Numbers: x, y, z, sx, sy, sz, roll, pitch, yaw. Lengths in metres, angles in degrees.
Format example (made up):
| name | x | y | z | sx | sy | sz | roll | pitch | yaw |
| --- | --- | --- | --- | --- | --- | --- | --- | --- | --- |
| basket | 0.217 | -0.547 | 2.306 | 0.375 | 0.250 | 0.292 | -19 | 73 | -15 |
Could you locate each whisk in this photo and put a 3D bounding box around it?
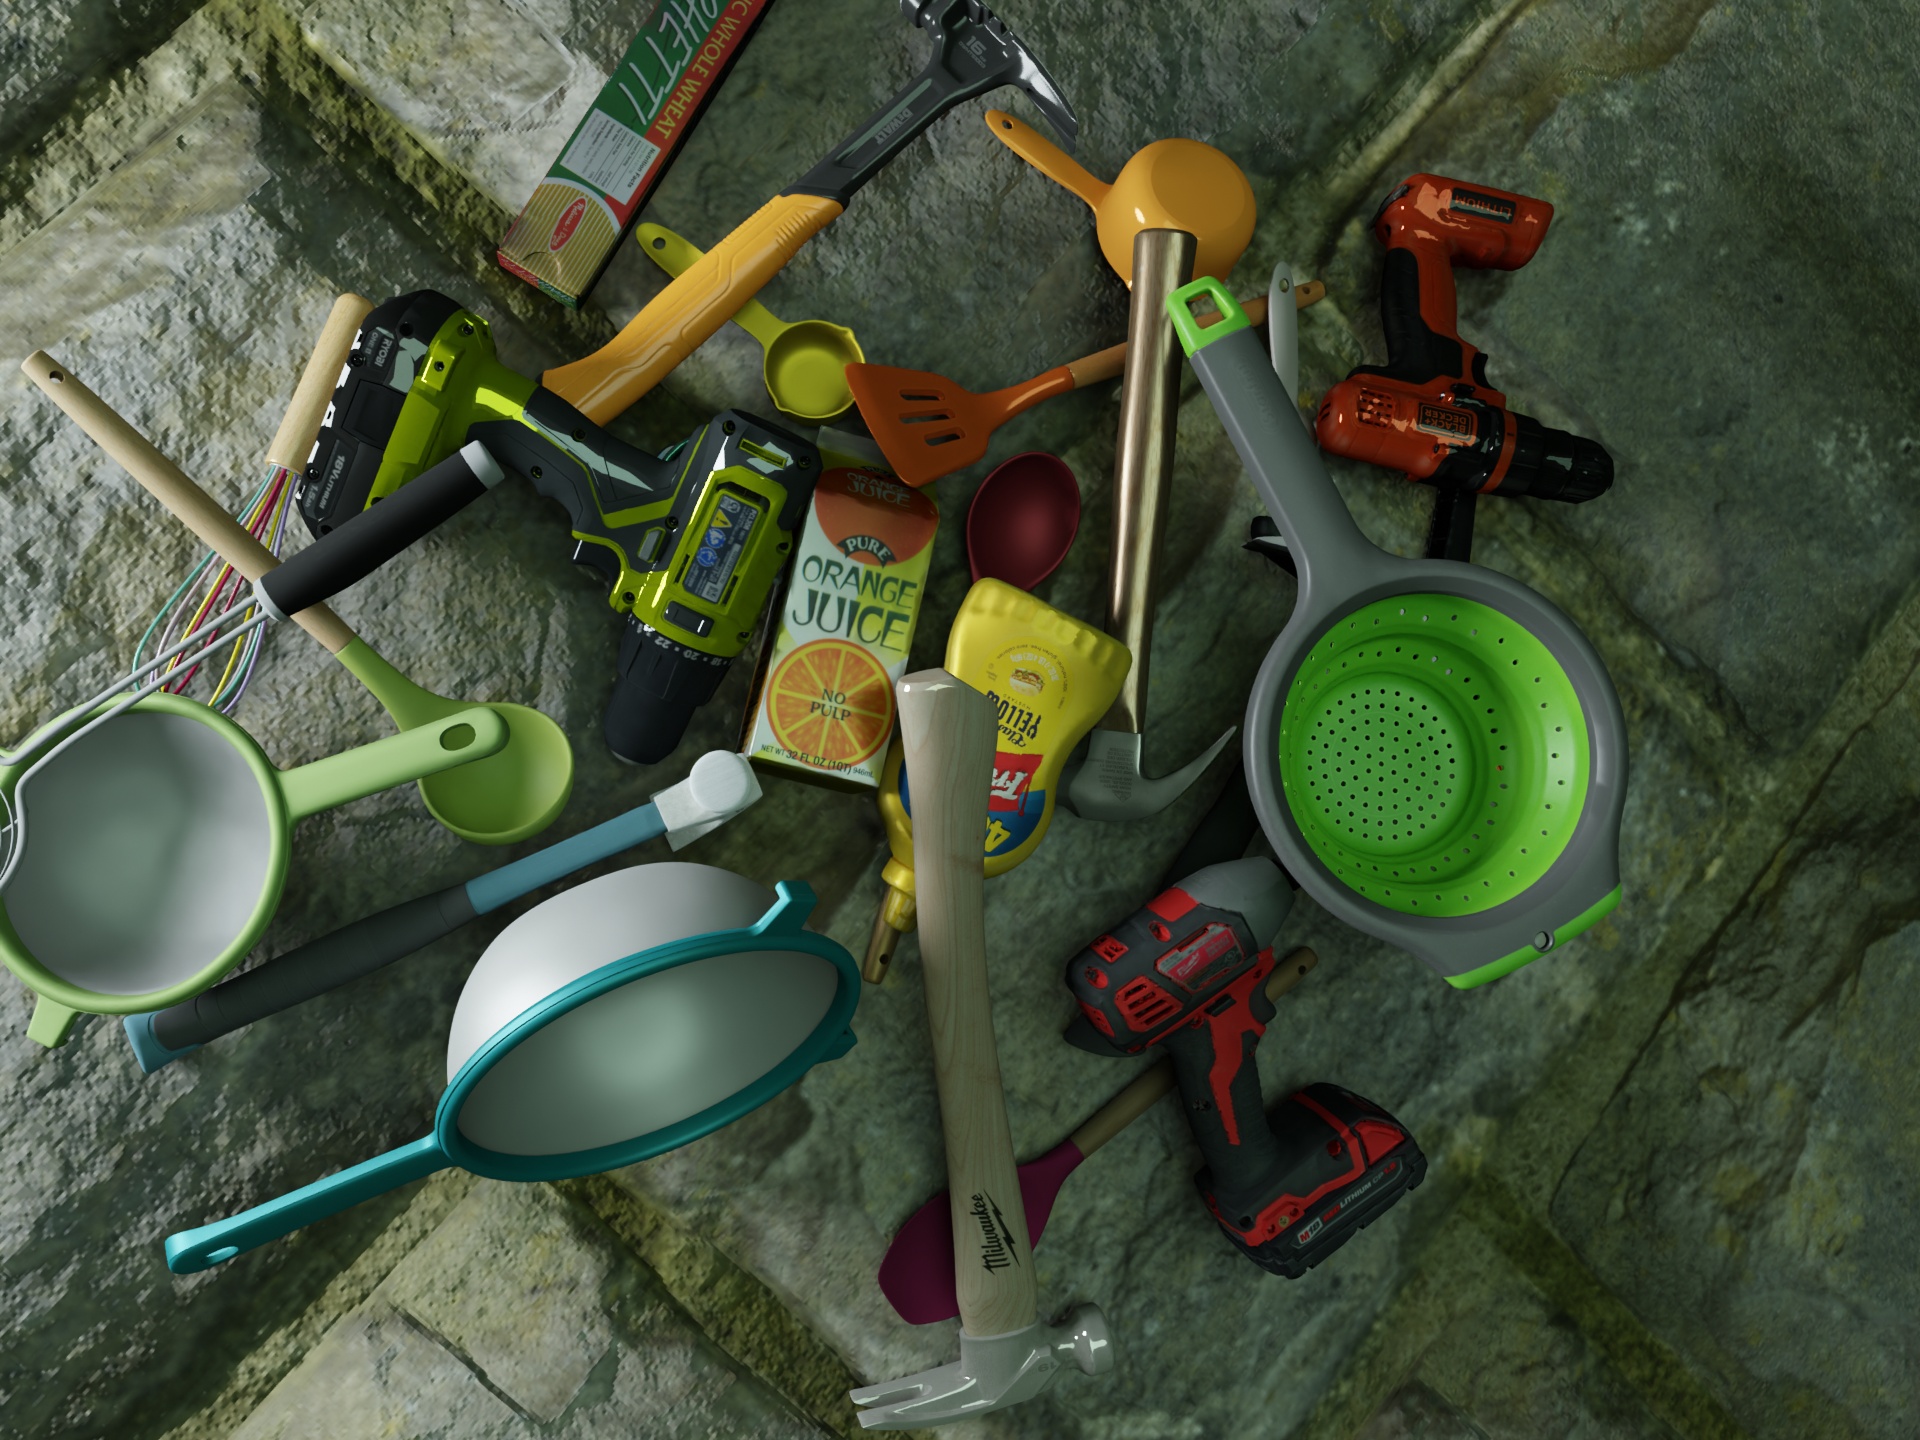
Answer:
| name | x | y | z | sx | sy | sz | roll | pitch | yaw |
| --- | --- | --- | --- | --- | --- | --- | --- | --- | --- |
| whisk | -0.355 | -0.108 | 0.809 | 0.051 | 0.047 | 0.245 | 24 | 76 | -25 |

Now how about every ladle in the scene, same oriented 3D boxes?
| name | x | y | z | sx | sy | sz | roll | pitch | yaw |
| --- | --- | --- | --- | --- | --- | --- | --- | --- | --- |
| ladle | -0.001 | -0.003 | 0.903 | 0.069 | 0.031 | 0.315 | 21 | 83 | -24 |
| ladle | -0.316 | -0.057 | 0.773 | 0.320 | 0.062 | 0.078 | 47 | 61 | -21 |

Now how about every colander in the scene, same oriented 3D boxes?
| name | x | y | z | sx | sy | sz | roll | pitch | yaw |
| --- | --- | --- | --- | --- | --- | --- | --- | --- | --- |
| colander | 0.208 | -0.052 | 0.870 | 0.204 | 0.094 | 0.397 | -27 | 87 | -8 |

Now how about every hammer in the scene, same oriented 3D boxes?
| name | x | y | z | sx | sy | sz | roll | pitch | yaw |
| --- | --- | --- | --- | --- | --- | --- | --- | --- | --- |
| hammer | 0.102 | -0.108 | 0.891 | 0.130 | 0.031 | 0.331 | 6 | 91 | 11 |
| hammer | -0.255 | 0.094 | 0.792 | 0.331 | 0.128 | 0.033 | -24 | 88 | -6 |
| hammer | -0.006 | 0.178 | 0.830 | 0.146 | 0.038 | 0.410 | -10 | 104 | -16 |
| hammer | 0.158 | 0.048 | 0.922 | 0.146 | 0.035 | 0.335 | 33 | 85 | -5 |
| hammer | -0.092 | -0.261 | 0.864 | 0.337 | 0.034 | 0.127 | -42 | 85 | -5 |

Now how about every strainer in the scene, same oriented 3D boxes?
| name | x | y | z | sx | sy | sz | roll | pitch | yaw |
| --- | --- | --- | --- | --- | --- | --- | --- | --- | --- |
| strainer | -0.221 | 0.158 | 0.776 | 0.340 | 0.210 | 0.095 | -22 | 59 | -10 |
| strainer | -0.336 | 0.048 | 0.770 | 0.256 | 0.069 | 0.151 | -19 | 80 | -3 |

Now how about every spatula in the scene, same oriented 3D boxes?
| name | x | y | z | sx | sy | sz | roll | pitch | yaw |
| --- | --- | --- | --- | --- | --- | --- | --- | --- | --- |
| spatula | 0.086 | -0.211 | 0.927 | 0.322 | 0.041 | 0.081 | -23 | 77 | -20 |

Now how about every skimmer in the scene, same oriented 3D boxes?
| name | x | y | z | sx | sy | sz | roll | pitch | yaw |
| --- | --- | --- | --- | --- | --- | --- | --- | --- | --- |
| skimmer | -0.370 | -0.027 | 0.703 | 0.363 | 0.090 | 0.127 | -35 | 78 | -6 |

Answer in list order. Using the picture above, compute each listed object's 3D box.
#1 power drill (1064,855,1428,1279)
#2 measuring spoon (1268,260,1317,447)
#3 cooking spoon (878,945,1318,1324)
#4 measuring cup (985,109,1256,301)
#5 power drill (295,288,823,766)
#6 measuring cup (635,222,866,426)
| name | x | y | z | sx | sy | sz | roll | pitch | yaw |
| --- | --- | --- | --- | --- | --- | --- | --- | --- | --- |
| power drill | 0.164 | 0.184 | 0.882 | 0.143 | 0.079 | 0.219 | -34 | 108 | -12 |
| measuring spoon | 0.202 | -0.215 | 0.963 | 0.034 | 0.018 | 0.124 | -12 | 102 | -28 |
| cooking spoon | 0.086 | 0.230 | 0.915 | 0.319 | 0.017 | 0.068 | -36 | 103 | -14 |
| measuring cup | 0.095 | -0.320 | 0.931 | 0.173 | 0.052 | 0.095 | 33 | 65 | -5 |
| power drill | -0.206 | -0.097 | 0.810 | 0.228 | 0.080 | 0.190 | 25 | 103 | -9 |
| measuring cup | -0.120 | -0.224 | 0.892 | 0.156 | 0.029 | 0.062 | 40 | 80 | 3 |
